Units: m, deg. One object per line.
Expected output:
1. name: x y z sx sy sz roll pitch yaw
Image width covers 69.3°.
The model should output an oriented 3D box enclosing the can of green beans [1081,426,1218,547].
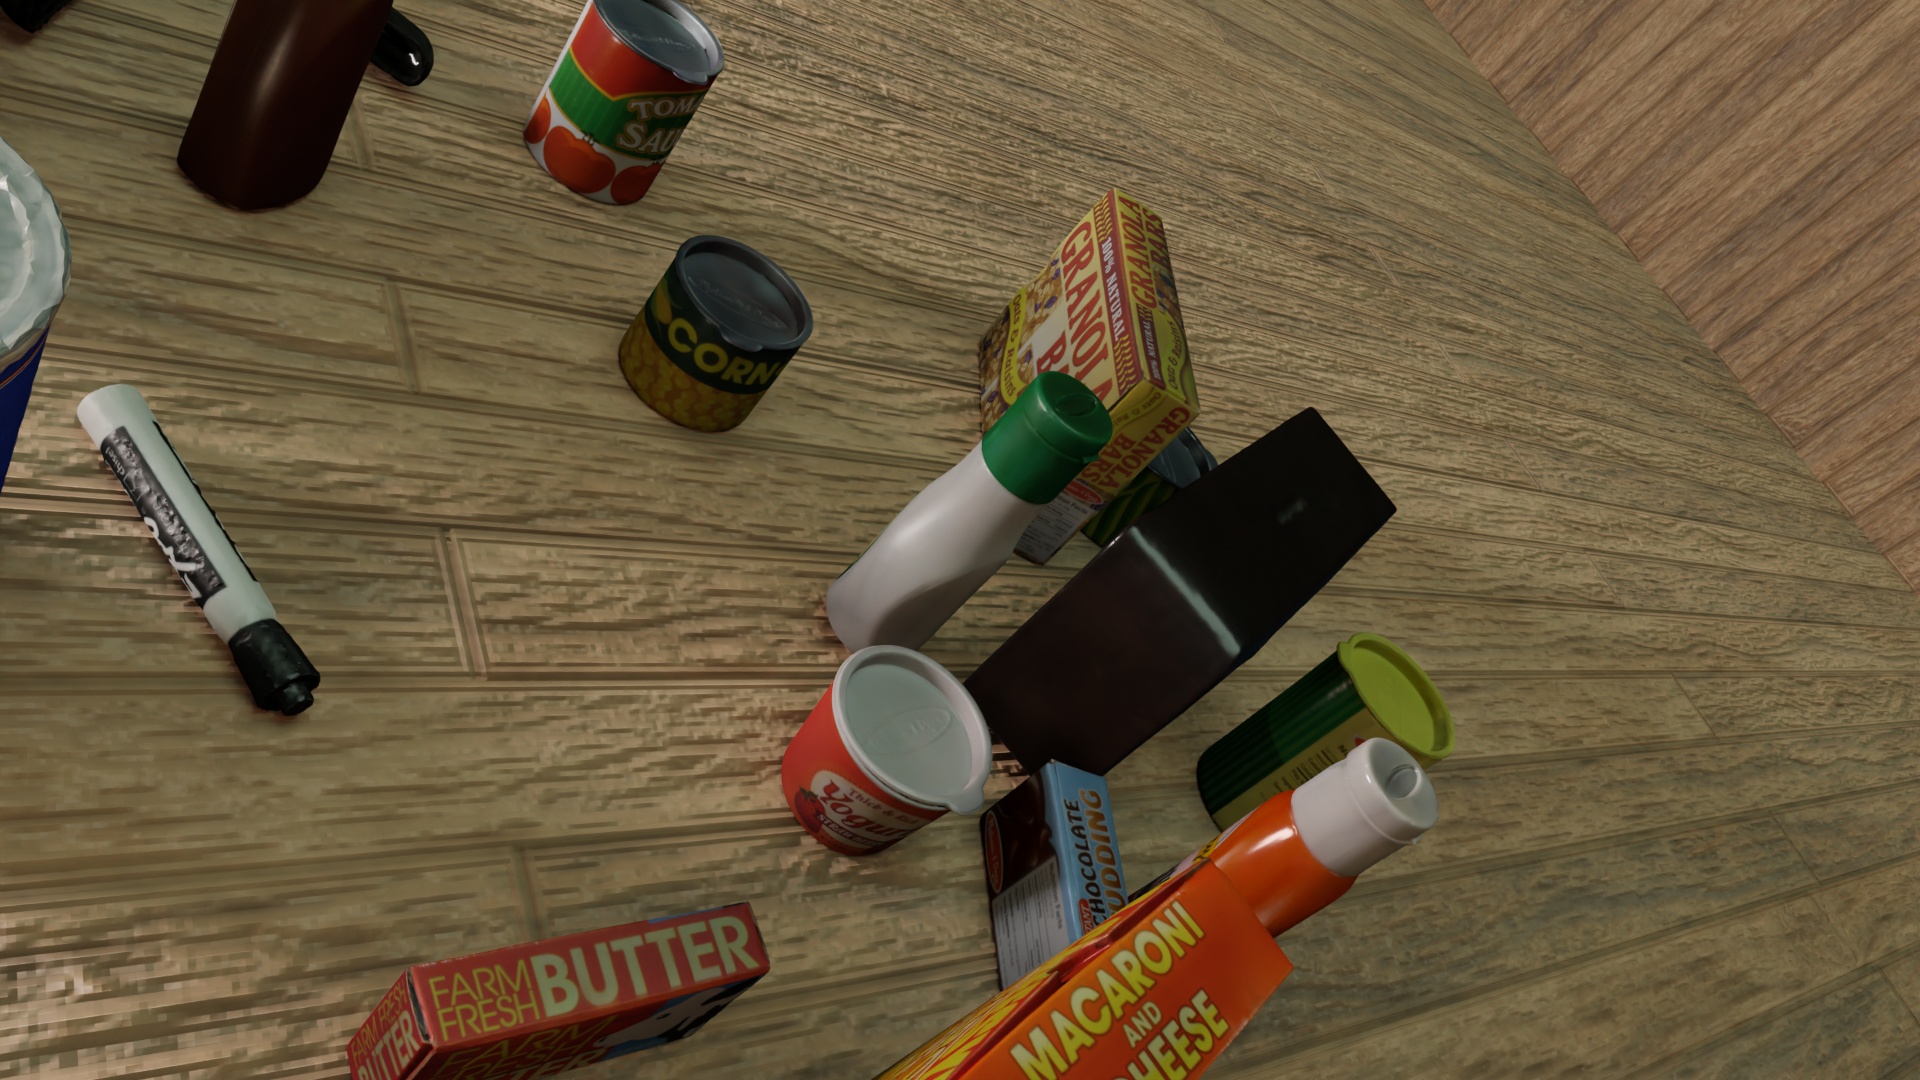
1. can of green beans: 0.094 -0.034 0.753 0.071 0.057 0.071 26 39 -23

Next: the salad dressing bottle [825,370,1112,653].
1. salad dressing bottle: 0.002 -0.007 0.556 0.064 0.147 0.044 -17 67 -52

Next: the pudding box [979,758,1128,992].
1. pudding box: 0.037 0.133 0.531 0.030 0.049 0.084 21 41 -29

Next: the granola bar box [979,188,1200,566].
1. granola bar box: 0.060 -0.087 0.716 0.039 0.123 0.166 26 39 -24

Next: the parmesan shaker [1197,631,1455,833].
1. parmesan shaker: 0.166 0.097 0.650 0.071 0.102 0.072 27 39 -23

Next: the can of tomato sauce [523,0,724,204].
1. can of tomato sauce: -0.160 -0.211 0.662 0.071 0.082 0.071 27 39 -23

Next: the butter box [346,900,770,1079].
1. butter box: -0.109 0.130 0.387 0.104 0.053 0.024 2 53 -44

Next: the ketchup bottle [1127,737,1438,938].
1. ketchup bottle: 0.113 0.128 0.525 0.065 0.148 0.043 -18 67 -52

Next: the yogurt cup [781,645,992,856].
1. yogurt cup: -0.030 0.081 0.515 0.072 0.053 0.073 26 39 -23

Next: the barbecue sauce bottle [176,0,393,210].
1. barbecue sauce bottle: -0.238 -0.191 0.508 0.043 0.148 0.065 37 36 -11

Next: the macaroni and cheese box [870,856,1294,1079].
1. macaroni and cheese box: -0.006 0.156 0.363 0.040 0.165 0.124 53 36 13

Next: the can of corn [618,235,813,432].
1. can of corn: -0.108 -0.088 0.608 0.071 0.058 0.071 26 39 -23
